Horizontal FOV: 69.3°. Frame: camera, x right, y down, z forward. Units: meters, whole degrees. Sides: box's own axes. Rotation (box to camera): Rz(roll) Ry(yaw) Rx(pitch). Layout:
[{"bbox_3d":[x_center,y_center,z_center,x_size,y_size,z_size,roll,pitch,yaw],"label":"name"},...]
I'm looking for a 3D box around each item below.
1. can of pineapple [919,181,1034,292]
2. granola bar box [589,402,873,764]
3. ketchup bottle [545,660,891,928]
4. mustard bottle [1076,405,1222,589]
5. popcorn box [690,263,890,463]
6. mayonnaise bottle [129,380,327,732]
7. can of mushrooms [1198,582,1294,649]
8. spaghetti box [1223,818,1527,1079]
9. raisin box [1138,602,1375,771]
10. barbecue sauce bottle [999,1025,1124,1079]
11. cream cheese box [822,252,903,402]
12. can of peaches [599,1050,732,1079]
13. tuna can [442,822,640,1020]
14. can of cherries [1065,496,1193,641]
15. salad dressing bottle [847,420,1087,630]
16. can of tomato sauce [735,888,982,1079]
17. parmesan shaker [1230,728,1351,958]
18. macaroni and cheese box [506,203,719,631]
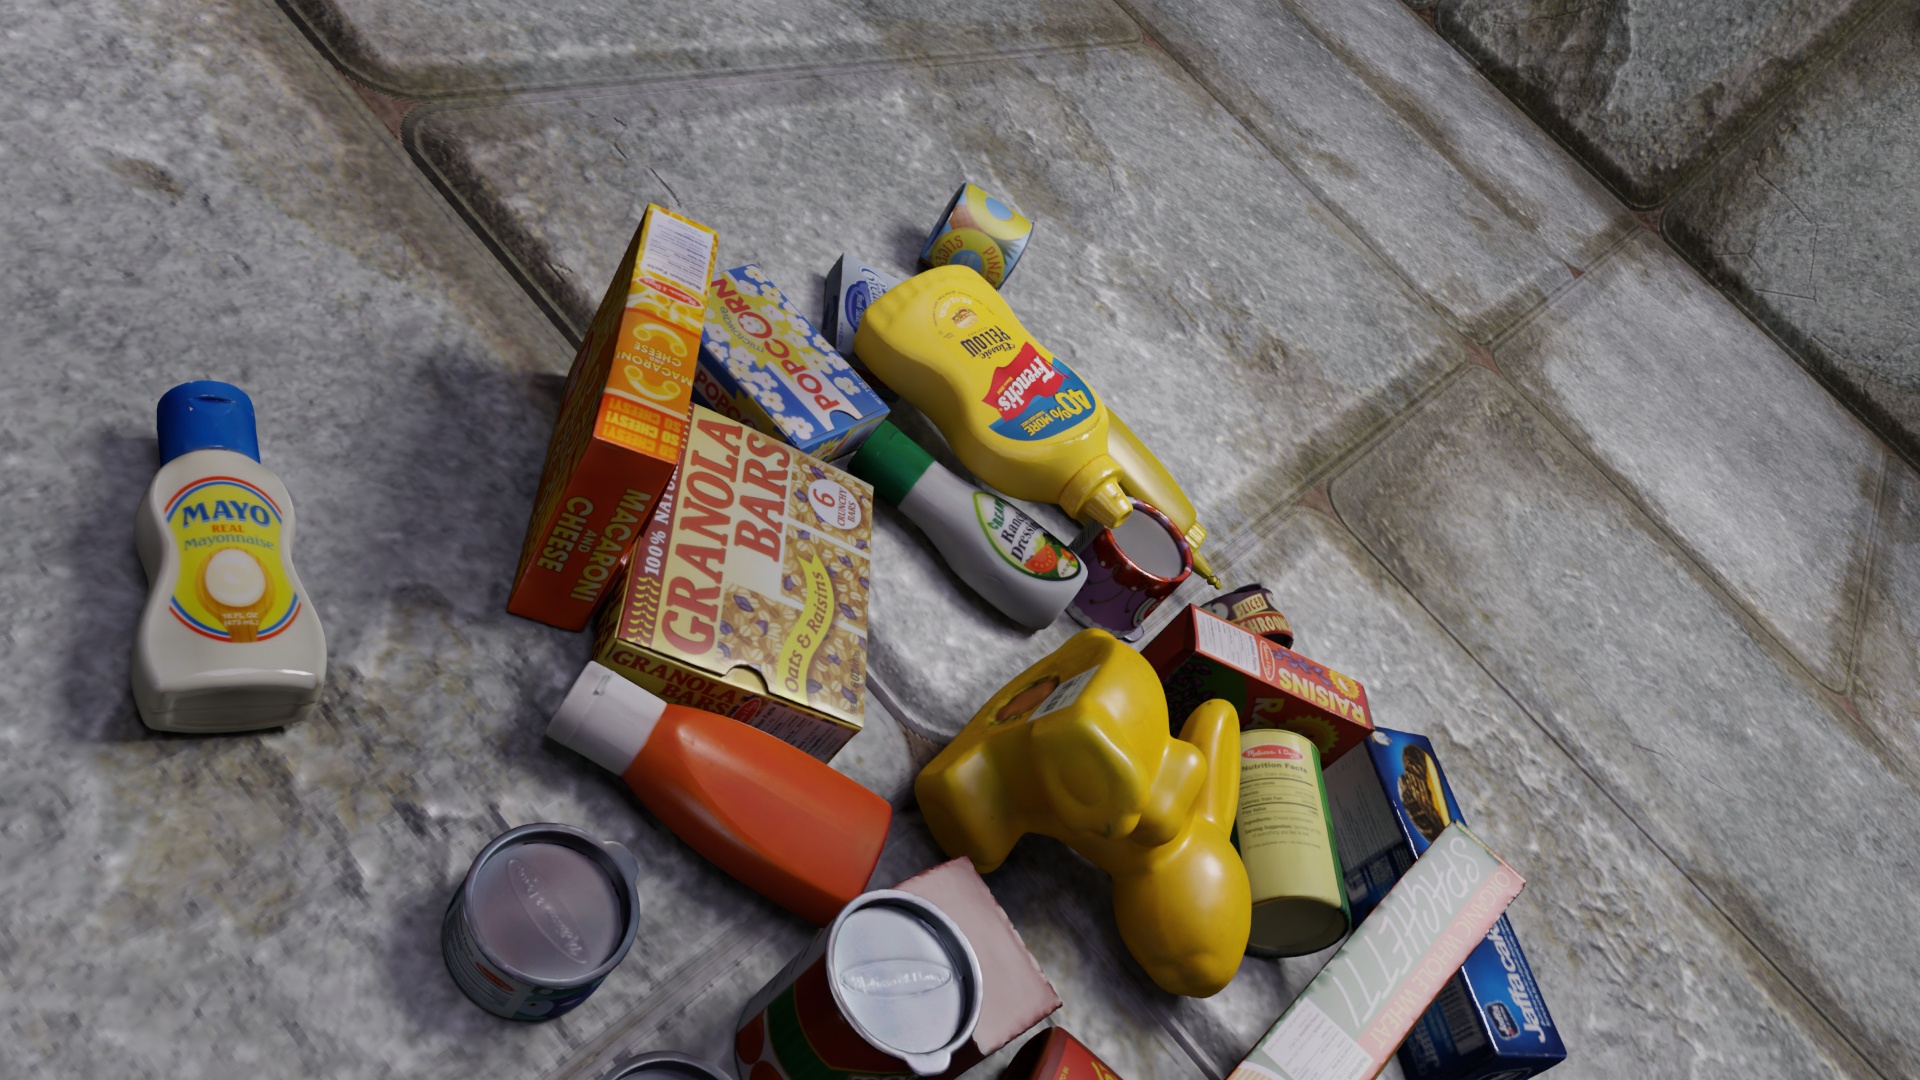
[{"bbox_3d":[0.011,-0.212,0.988,0.058,0.070,0.071,30,39,-12],"label":"can of pineapple"},{"bbox_3d":[-0.106,0.016,0.682,0.124,0.039,0.166,24,40,-24],"label":"granola bar box"},{"bbox_3d":[-0.104,0.104,0.596,0.149,0.043,0.065,33,38,-9],"label":"ketchup bottle"},{"bbox_3d":[0.108,-0.025,0.887,0.160,0.065,0.049,44,46,-3],"label":"mustard bottle"},{"bbox_3d":[-0.113,-0.097,0.794,0.127,0.038,0.085,47,37,10],"label":"popcorn box"},{"bbox_3d":[-0.291,0.003,0.545,0.065,0.041,0.148,1,52,-37],"label":"mayonnaise bottle"},{"bbox_3d":[0.167,0.058,0.844,0.071,0.070,0.033,4,52,-37],"label":"can of mushrooms"},{"bbox_3d":[0.195,0.226,0.676,0.050,0.028,0.251,42,51,21],"label":"spaghetti box"},{"bbox_3d":[0.157,0.095,0.786,0.123,0.085,0.040,25,38,-19],"label":"raisin box"},{"bbox_3d":[0.078,0.273,0.577,0.148,0.043,0.065,40,38,0],"label":"barbecue sauce bottle"},{"bbox_3d":[-0.060,-0.137,0.889,0.053,0.024,0.104,22,41,-23],"label":"cream cheese box"},{"bbox_3d":[-0.107,0.218,0.469,0.071,0.057,0.071,23,40,-21],"label":"can of peaches"},{"bbox_3d":[-0.156,0.142,0.524,0.071,0.032,0.071,22,41,-21],"label":"tuna can"},{"bbox_3d":[0.100,0.017,0.838,0.071,0.058,0.072,22,41,-21],"label":"can of cherries"},{"bbox_3d":[0.003,-0.010,0.798,0.147,0.043,0.064,38,35,-2],"label":"salad dressing bottle"},{"bbox_3d":[-0.040,0.185,0.536,0.071,0.082,0.071,23,41,-21],"label":"can of tomato sauce"},{"bbox_3d":[0.165,0.162,0.744,0.071,0.071,0.103,23,41,-20],"label":"parmesan shaker"},{"bbox_3d":[-0.160,-0.059,0.648,0.040,0.123,0.167,20,42,-22],"label":"macaroni and cheese box"}]
